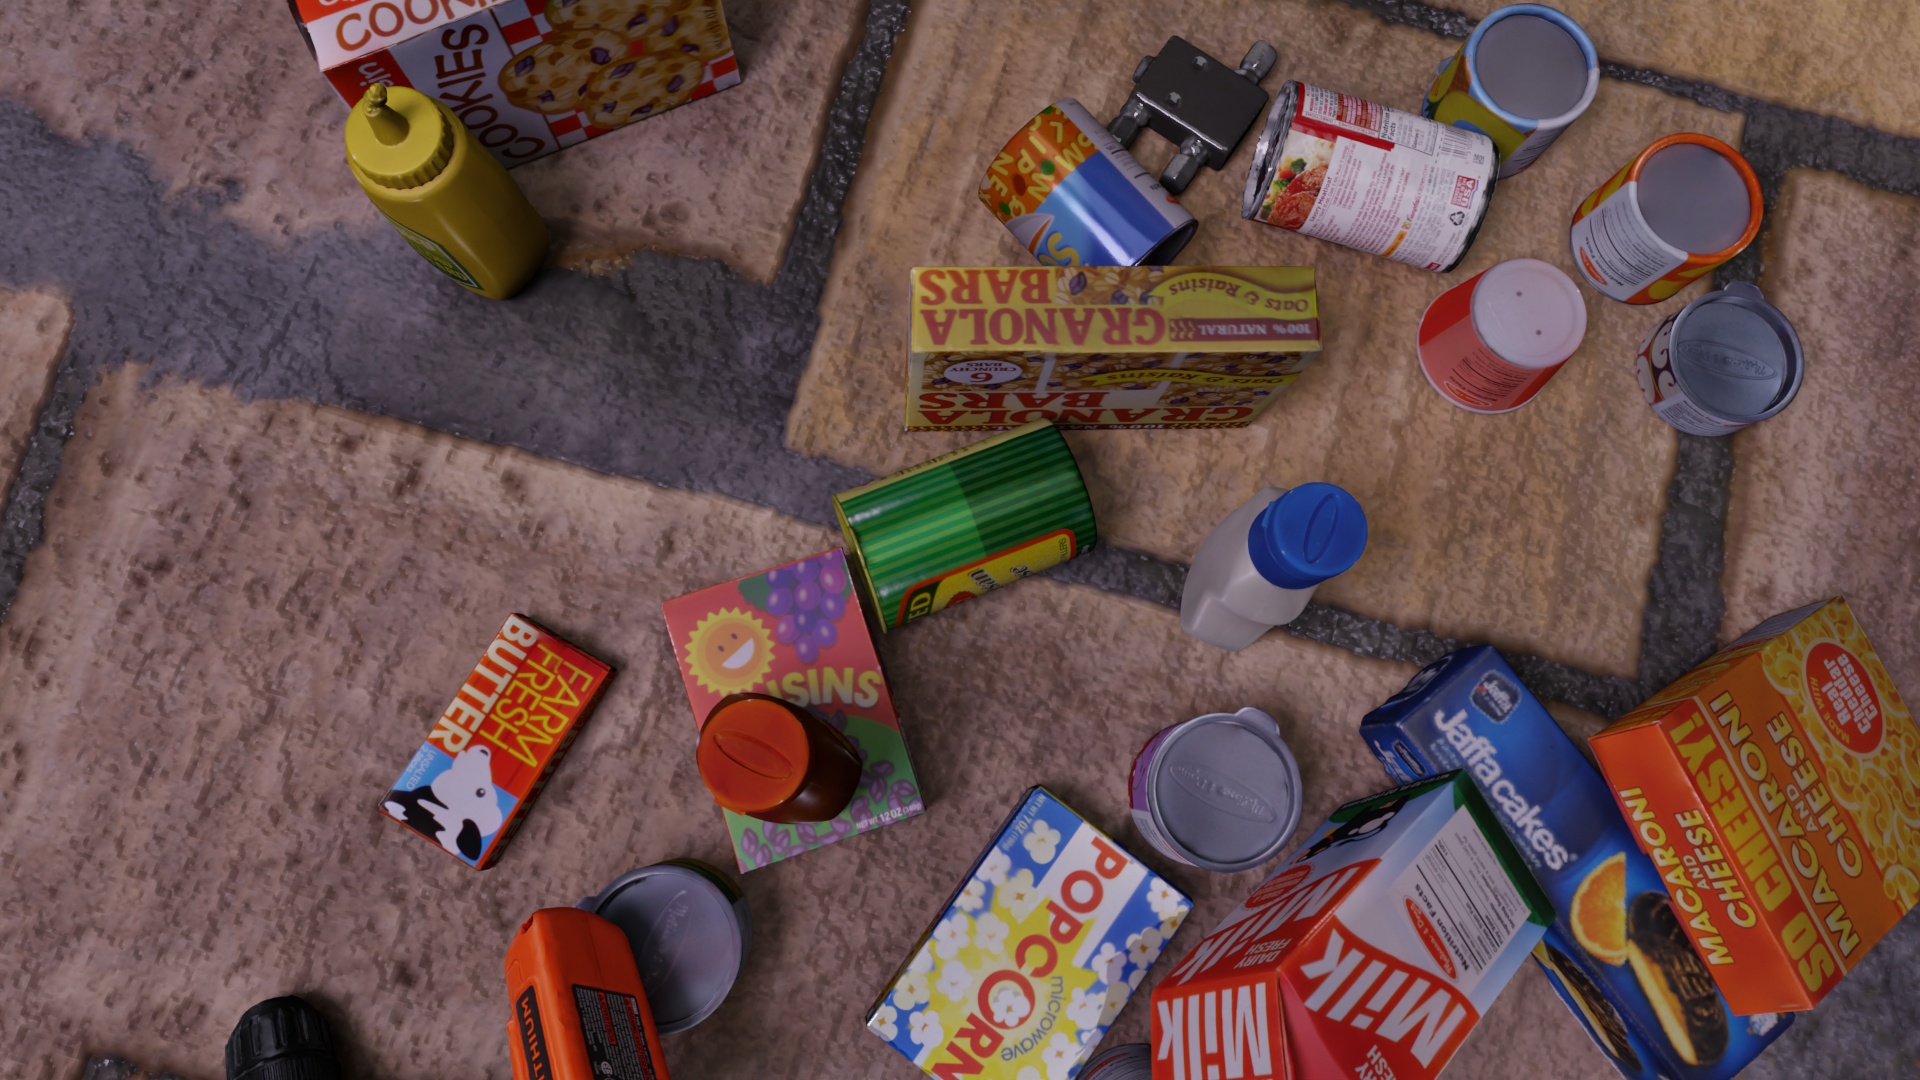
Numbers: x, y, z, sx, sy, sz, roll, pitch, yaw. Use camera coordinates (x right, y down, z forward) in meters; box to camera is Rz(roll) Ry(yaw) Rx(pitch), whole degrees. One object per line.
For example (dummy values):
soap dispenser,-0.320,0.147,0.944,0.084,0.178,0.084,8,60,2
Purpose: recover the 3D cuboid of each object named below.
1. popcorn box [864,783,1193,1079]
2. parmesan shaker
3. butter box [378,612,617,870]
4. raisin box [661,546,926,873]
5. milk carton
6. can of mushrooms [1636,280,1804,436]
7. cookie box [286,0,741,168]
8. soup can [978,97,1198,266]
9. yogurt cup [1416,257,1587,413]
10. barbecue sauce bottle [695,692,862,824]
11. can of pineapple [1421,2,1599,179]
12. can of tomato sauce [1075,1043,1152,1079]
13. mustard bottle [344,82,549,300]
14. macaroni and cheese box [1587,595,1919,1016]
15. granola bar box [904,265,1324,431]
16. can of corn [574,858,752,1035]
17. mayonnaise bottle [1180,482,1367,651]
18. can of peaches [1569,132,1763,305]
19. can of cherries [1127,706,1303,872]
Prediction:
popcorn box,0.029,0.181,0.601,0.085,0.038,0.127,37,80,4
parmesan shaker,0.002,-0.008,0.619,0.103,0.071,0.071,-21,81,-7
butter box,-0.202,0.088,0.613,0.053,0.024,0.103,31,79,4
raisin box,-0.073,0.074,0.616,0.086,0.040,0.123,-18,82,-5
milk carton,0.144,0.170,0.535,0.191,0.072,0.073,-28,85,-41
can of mushrooms,0.368,-0.087,0.674,0.071,0.033,0.071,0,79,-2
cookie box,-0.190,-0.224,0.624,0.168,0.122,0.040,-23,81,-7
soup can,0.057,-0.153,0.654,0.071,0.071,0.084,-42,84,-9
yogurt cup,0.259,-0.099,0.660,0.072,0.054,0.072,0,79,-2
barbecue sauce bottle,-0.070,0.081,0.518,0.065,0.148,0.044,27,81,2
can of pineapple,0.267,-0.221,0.682,0.071,0.057,0.071,1,79,-3
can of tomato sauce,0.082,0.249,0.568,0.071,0.083,0.071,1,80,-3
mustard bottle,-0.224,-0.152,0.589,0.065,0.160,0.049,33,81,4
macaroni and cheese box,0.357,0.109,0.599,0.167,0.040,0.124,-19,79,-33
granola bar box,0.059,-0.082,0.610,0.166,0.124,0.039,-1,80,-3
can of corn,-0.125,0.168,0.585,0.071,0.058,0.071,1,80,-3
mayonnaise bottle,0.129,0.009,0.584,0.041,0.148,0.065,23,80,1
can of peaches,0.343,-0.157,0.674,0.071,0.058,0.071,0,80,-2
can of cherries,0.112,0.108,0.610,0.071,0.058,0.071,0,79,-2
